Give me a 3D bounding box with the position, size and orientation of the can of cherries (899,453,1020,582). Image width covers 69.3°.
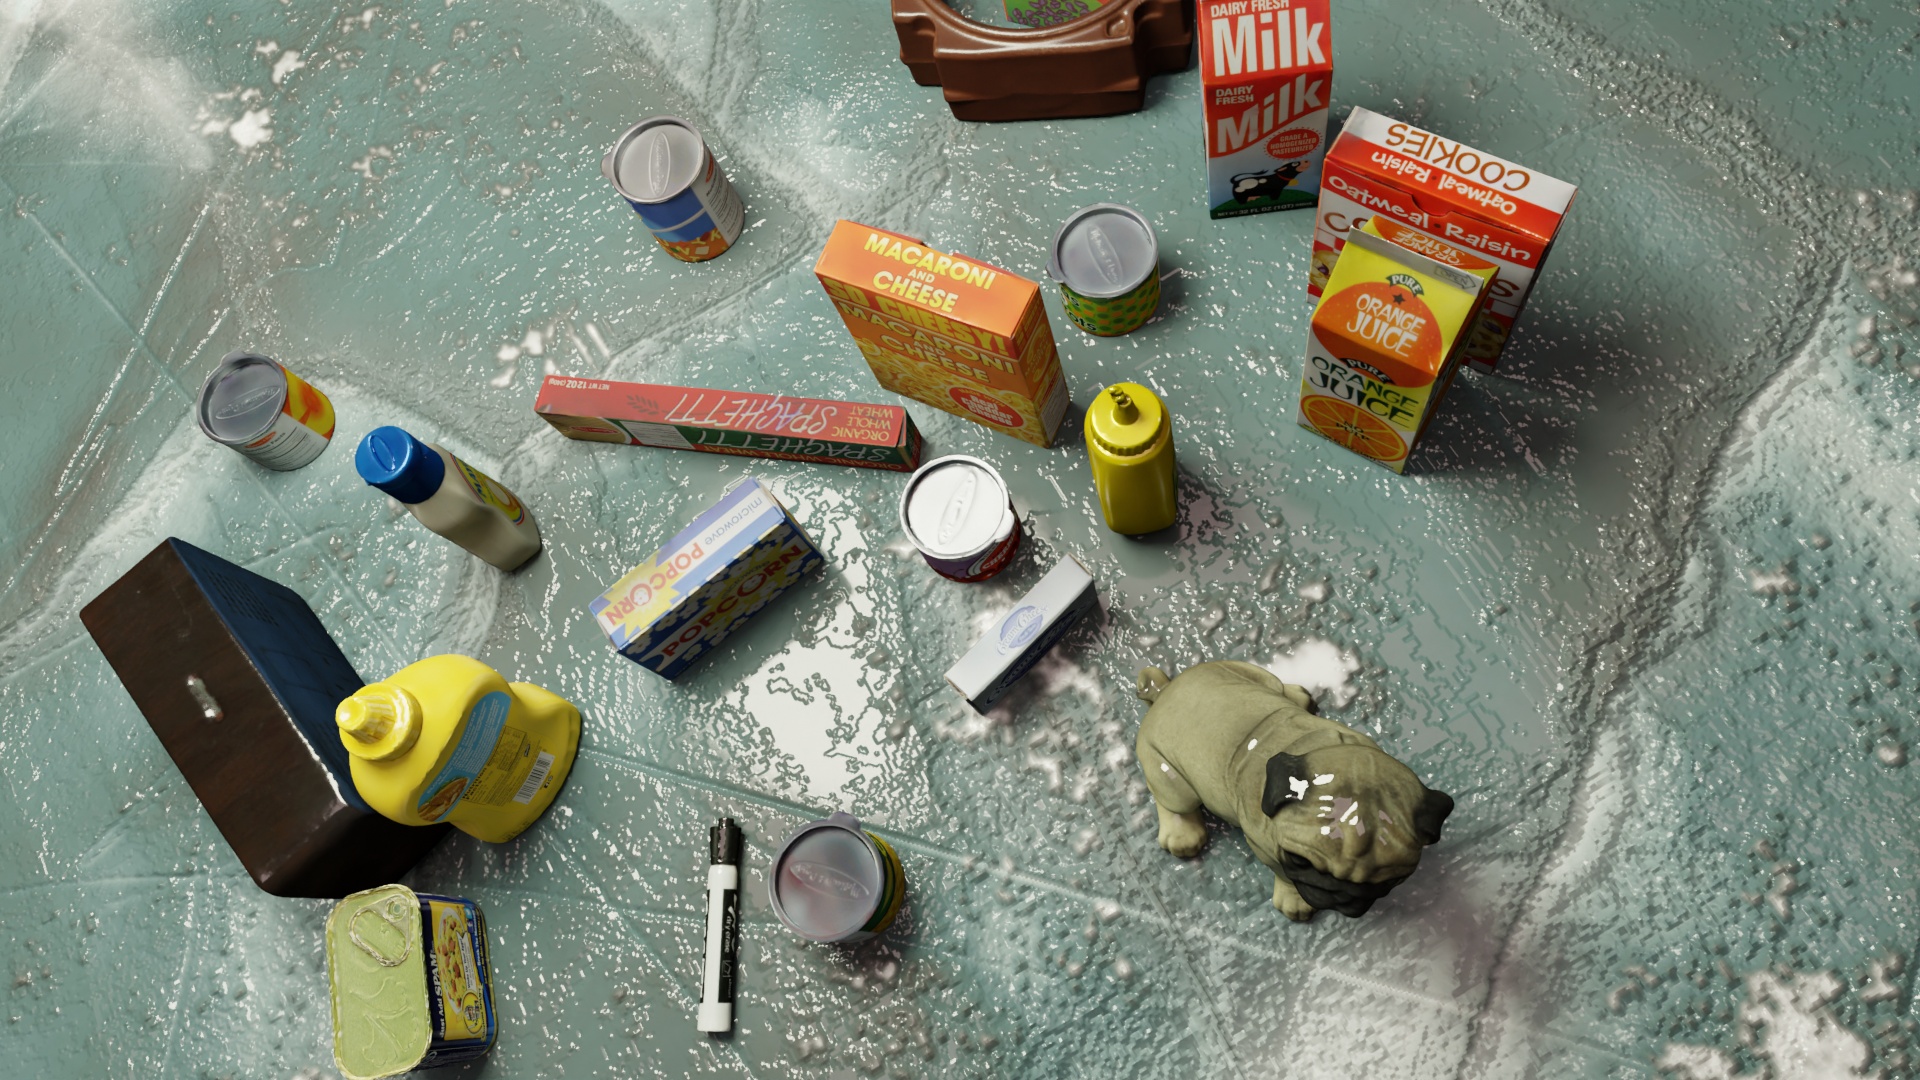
[{"bbox_3d":[0.003,-0.011,0.846,0.071,0.058,0.071,-3,72,9],"label":"can of cherries"}]

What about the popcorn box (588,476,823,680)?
[{"bbox_3d":[-0.152,0.025,0.848,0.127,0.085,0.038,-39,70,-3],"label":"popcorn box"}]

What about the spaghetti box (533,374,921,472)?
[{"bbox_3d":[-0.149,-0.076,0.899,0.250,0.050,0.029,6,74,12],"label":"spaghetti box"}]

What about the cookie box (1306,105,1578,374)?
[{"bbox_3d":[0.265,-0.165,0.791,0.123,0.167,0.040,26,79,17],"label":"cookie box"}]

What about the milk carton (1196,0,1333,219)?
[{"bbox_3d":[0.180,-0.275,0.830,0.072,0.190,0.073,-5,72,9],"label":"milk carton"}]

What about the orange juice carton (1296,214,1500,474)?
[{"bbox_3d":[0.238,-0.112,0.766,0.072,0.192,0.073,29,80,17],"label":"orange juice carton"}]

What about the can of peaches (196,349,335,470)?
[{"bbox_3d":[-0.478,-0.089,0.958,0.071,0.058,0.071,-3,72,9],"label":"can of peaches"}]

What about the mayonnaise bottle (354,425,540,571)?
[{"bbox_3d":[-0.317,-0.028,0.861,0.041,0.147,0.065,-36,70,-2],"label":"mayonnaise bottle"}]

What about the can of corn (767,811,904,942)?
[{"bbox_3d":[-0.069,0.193,0.793,0.071,0.058,0.071,-3,72,9],"label":"can of corn"}]

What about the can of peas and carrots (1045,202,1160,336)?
[{"bbox_3d":[0.091,-0.170,0.882,0.071,0.058,0.071,-3,72,9],"label":"can of peas and carrots"}]

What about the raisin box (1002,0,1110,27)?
[{"bbox_3d":[0.066,-0.390,0.923,0.086,0.123,0.040,19,77,15],"label":"raisin box"}]

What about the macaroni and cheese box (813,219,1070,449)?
[{"bbox_3d":[-0.005,-0.120,0.826,0.124,0.166,0.040,21,78,16],"label":"macaroni and cheese box"}]

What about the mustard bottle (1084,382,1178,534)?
[{"bbox_3d":[0.097,-0.052,0.788,0.049,0.160,0.065,-8,72,8],"label":"mustard bottle"}]

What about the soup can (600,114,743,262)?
[{"bbox_3d":[-0.193,-0.237,0.941,0.071,0.083,0.071,-3,72,9],"label":"soup can"}]

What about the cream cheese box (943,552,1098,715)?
[{"bbox_3d":[0.038,0.057,0.821,0.104,0.053,0.024,-44,71,-5],"label":"cream cheese box"}]
